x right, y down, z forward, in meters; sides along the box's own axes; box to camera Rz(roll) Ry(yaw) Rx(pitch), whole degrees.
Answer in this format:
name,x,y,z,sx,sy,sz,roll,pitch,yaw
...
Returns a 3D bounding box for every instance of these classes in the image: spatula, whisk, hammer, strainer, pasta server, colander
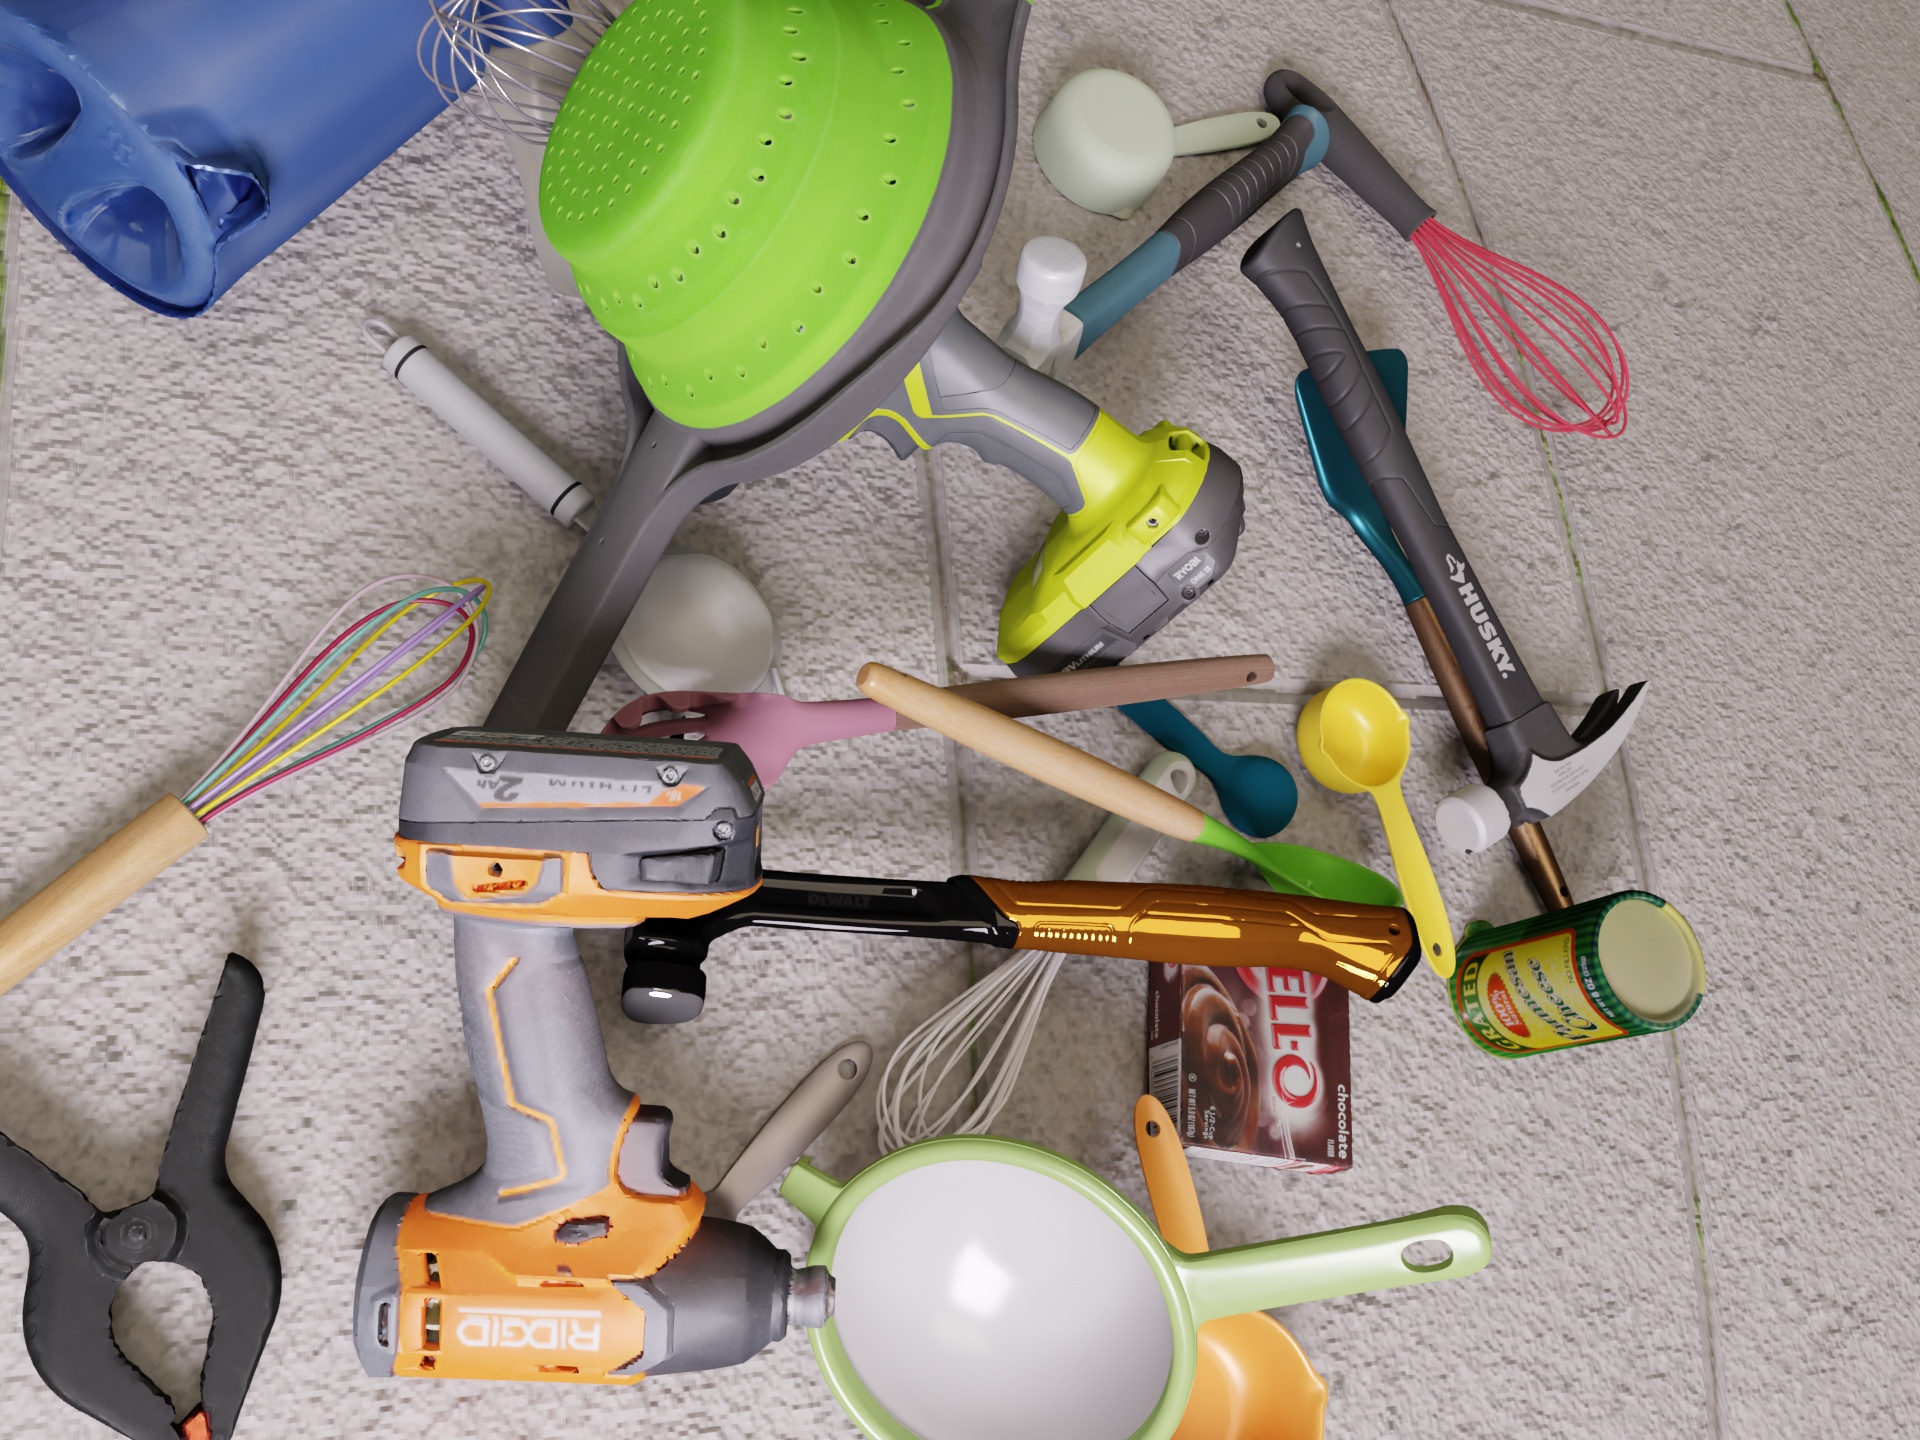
name,x,y,z,sx,sy,sz,roll,pitch,yaw
spatula,0.259,-0.044,0.843,0.082,0.044,0.317,-18,80,-28
whisk,0.283,-0.275,0.929,0.073,0.073,0.296,-38,82,-28
hammer,0.032,0.075,0.670,0.336,0.034,0.127,6,56,-10
whisk,0.041,0.098,0.703,0.057,0.059,0.246,53,55,-20
strainer,0.068,0.204,0.602,0.256,0.069,0.151,-16,98,16
whisk,-0.277,0.021,0.609,0.047,0.051,0.245,36,64,21
hammer,0.237,-0.110,0.819,0.146,0.035,0.335,-25,88,-27
strainer,-0.162,-0.089,0.691,0.258,0.050,0.087,41,46,-1
pasta server,-0.001,-0.002,0.667,0.316,0.060,0.040,-7,33,-22
whisk,-0.121,-0.259,0.686,0.284,0.070,0.070,-8,71,-63
hammer,0.112,-0.248,0.825,0.033,0.128,0.331,34,51,13
colander,-0.126,-0.128,0.585,0.094,0.205,0.397,24,100,-44

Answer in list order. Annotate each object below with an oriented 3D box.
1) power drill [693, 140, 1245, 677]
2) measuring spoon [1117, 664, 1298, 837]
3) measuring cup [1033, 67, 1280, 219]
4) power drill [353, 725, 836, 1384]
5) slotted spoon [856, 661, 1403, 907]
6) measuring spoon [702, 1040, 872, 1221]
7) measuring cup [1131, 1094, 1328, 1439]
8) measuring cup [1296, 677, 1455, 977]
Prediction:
name,x,y,z,sx,sy,sz,roll,pitch,yaw
power drill,-0.008,-0.115,0.699,0.228,0.190,0.080,36,35,-18
measuring spoon,0.117,0.009,0.778,0.128,0.021,0.042,38,62,-7
measuring cup,0.120,-0.333,0.891,0.167,0.038,0.083,-18,80,-24
power drill,-0.120,0.121,0.558,0.164,0.084,0.226,4,95,-3
slotted spoon,0.082,0.037,0.696,0.313,0.070,0.031,24,100,-32
measuring spoon,-0.076,0.175,0.643,0.034,0.018,0.124,46,61,-2
measuring cup,0.090,0.247,0.668,0.095,0.052,0.174,-6,72,-24
measuring cup,0.212,0.056,0.803,0.062,0.029,0.156,-17,87,-29
